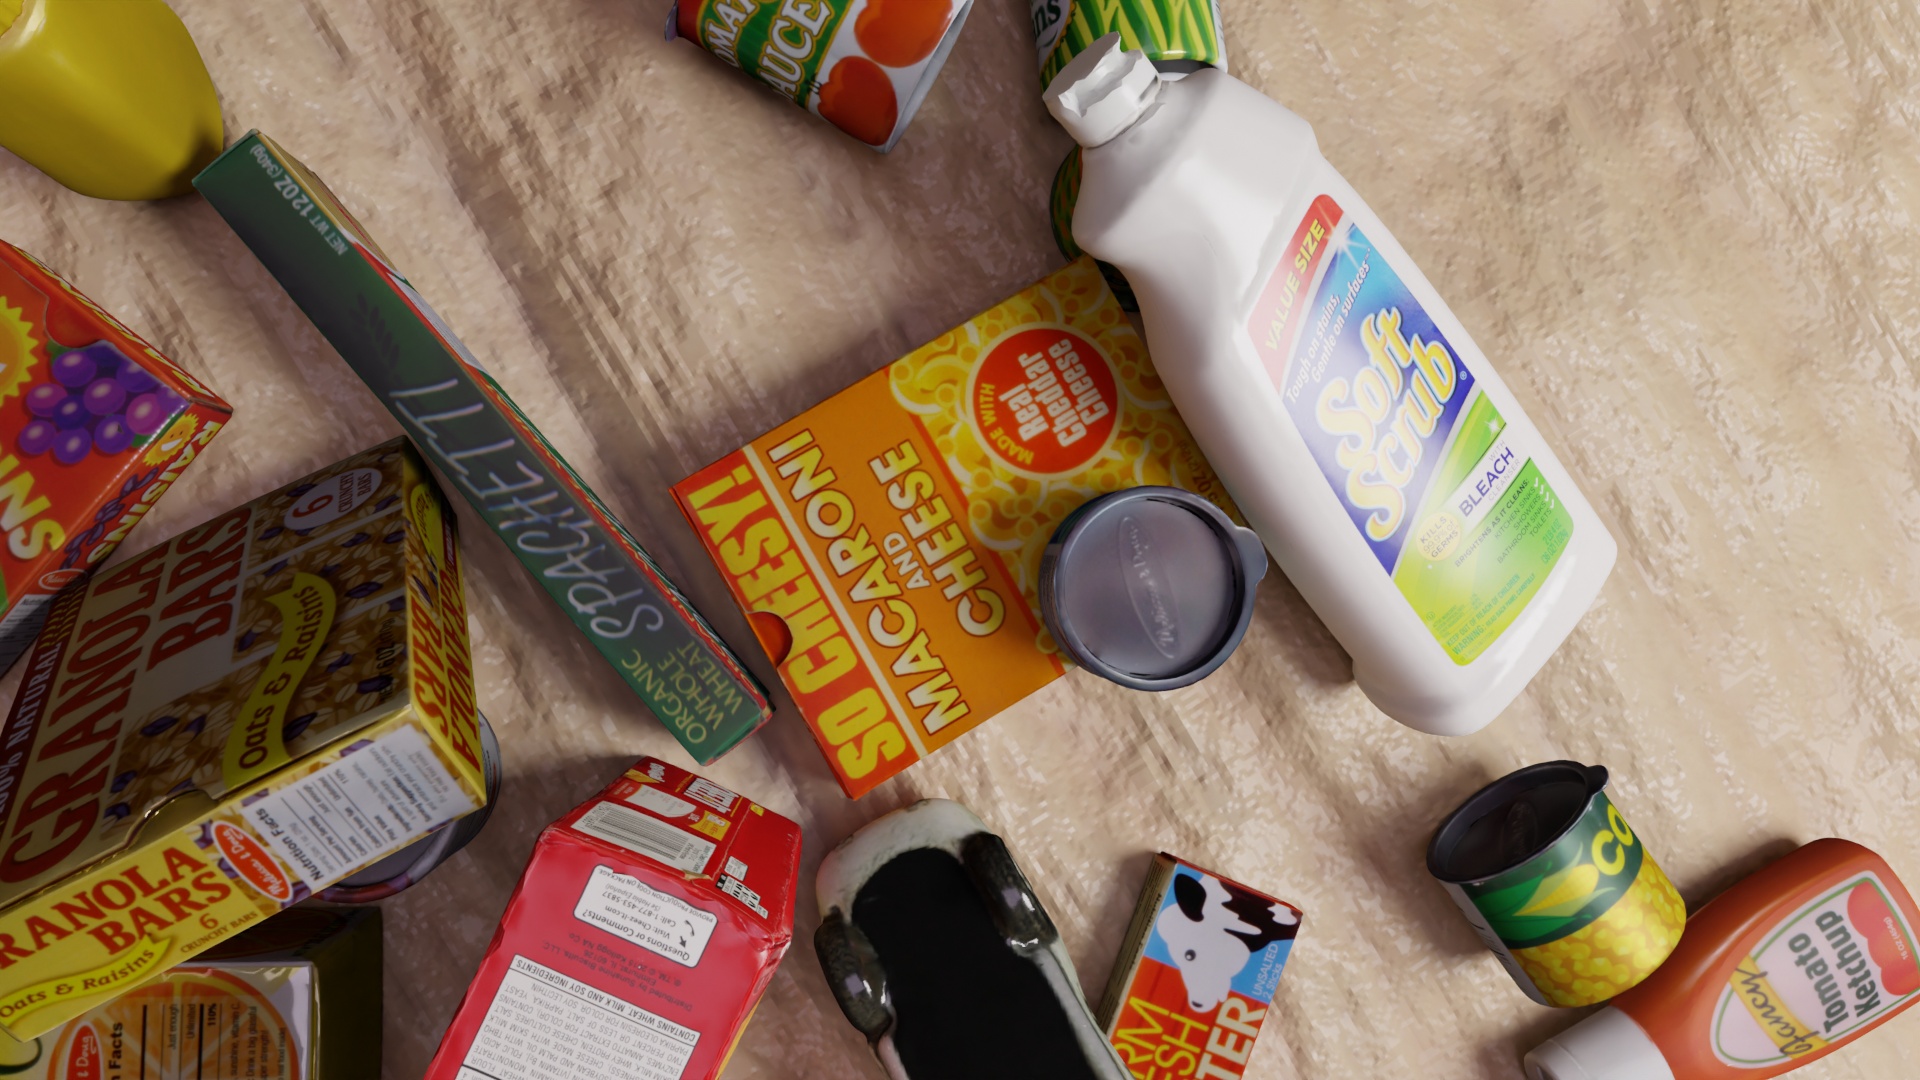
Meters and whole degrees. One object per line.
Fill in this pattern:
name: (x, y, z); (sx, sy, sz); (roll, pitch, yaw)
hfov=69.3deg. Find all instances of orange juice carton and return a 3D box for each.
orange juice carton: (-0.288, 0.158, 0.428); (0.193, 0.072, 0.073); (1, 88, -7)

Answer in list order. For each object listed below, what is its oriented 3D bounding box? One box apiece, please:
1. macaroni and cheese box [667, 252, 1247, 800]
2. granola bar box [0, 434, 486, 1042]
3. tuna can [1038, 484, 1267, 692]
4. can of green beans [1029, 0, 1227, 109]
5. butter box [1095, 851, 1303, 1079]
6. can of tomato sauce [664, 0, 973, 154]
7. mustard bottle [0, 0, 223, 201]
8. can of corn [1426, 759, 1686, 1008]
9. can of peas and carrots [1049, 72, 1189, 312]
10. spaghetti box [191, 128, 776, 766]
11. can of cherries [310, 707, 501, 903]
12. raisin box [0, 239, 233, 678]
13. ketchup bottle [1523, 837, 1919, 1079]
macaroni and cheese box: (0.002, -0.006, 0.486); (0.167, 0.040, 0.123); (-30, 91, -8)
granola bar box: (-0.207, 0.042, 0.399); (0.124, 0.166, 0.039); (-27, 124, -7)
tuna can: (0.062, 0.014, 0.456); (0.071, 0.033, 0.071); (0, 89, -8)
can of green beans: (0.057, -0.186, 0.488); (0.071, 0.071, 0.058); (-7, 89, -7)
butter box: (0.078, 0.170, 0.497); (0.053, 0.024, 0.103); (23, 85, -5)
can of tomato sauce: (-0.047, -0.180, 0.474); (0.083, 0.071, 0.071); (29, 85, -6)
mustard bottle: (-0.267, -0.145, 0.399); (0.049, 0.160, 0.065); (-10, 88, -6)
can of corn: (0.213, 0.120, 0.493); (0.071, 0.071, 0.058); (-38, 94, -7)
can of peas and carrots: (0.068, -0.121, 0.490); (0.071, 0.058, 0.071); (0, 88, -7)
spaghetti box: (-0.153, -0.027, 0.463); (0.029, 0.050, 0.250); (-41, 93, -5)
can of cherries: (-0.191, 0.079, 0.450); (0.071, 0.058, 0.071); (0, 88, -8)
raisin box: (-0.316, -0.024, 0.448); (0.086, 0.040, 0.123); (39, 83, -3)
ketchup bottle: (0.281, 0.170, 0.512); (0.149, 0.043, 0.064); (-27, 91, -7)
